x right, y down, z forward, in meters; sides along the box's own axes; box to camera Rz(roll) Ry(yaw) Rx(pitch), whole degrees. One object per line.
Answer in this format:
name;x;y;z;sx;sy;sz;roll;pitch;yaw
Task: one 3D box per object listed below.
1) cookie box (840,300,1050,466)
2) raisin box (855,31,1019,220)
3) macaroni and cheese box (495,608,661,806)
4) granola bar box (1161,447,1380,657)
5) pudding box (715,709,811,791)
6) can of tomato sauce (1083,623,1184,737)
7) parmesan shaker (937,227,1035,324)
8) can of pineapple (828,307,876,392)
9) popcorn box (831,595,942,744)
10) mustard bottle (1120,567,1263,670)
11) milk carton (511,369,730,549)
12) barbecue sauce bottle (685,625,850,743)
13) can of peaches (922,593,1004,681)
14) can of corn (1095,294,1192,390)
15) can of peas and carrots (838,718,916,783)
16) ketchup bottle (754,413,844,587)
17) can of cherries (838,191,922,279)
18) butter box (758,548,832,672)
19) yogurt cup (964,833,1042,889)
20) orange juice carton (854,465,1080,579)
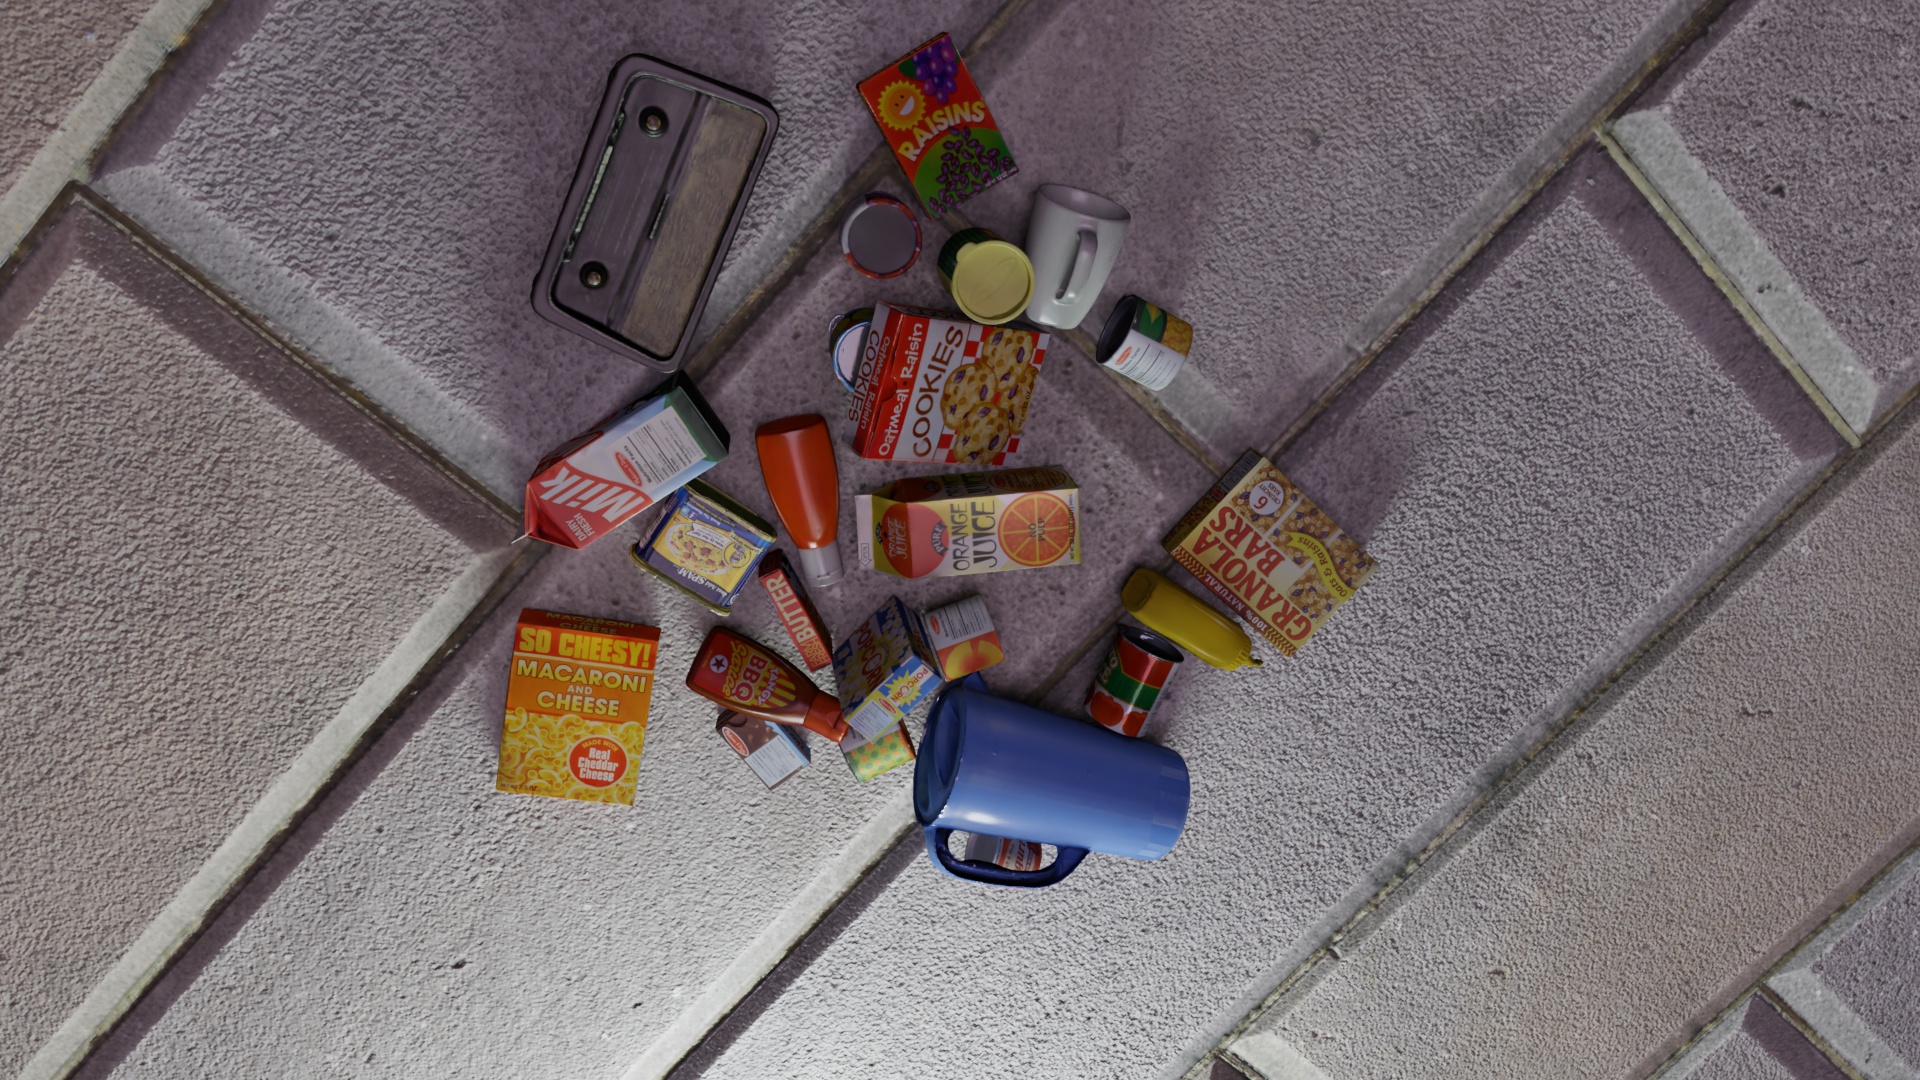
cookie box;-0.010;-0.127;1.159;0.168;0.040;0.122;0;112;-43
raisin box;-0.018;-0.337;1.132;0.086;0.040;0.123;-30;111;3
macaroni and cheese box;-0.343;0.150;1.246;0.124;0.040;0.165;9;107;-11
granola bar box;0.288;0.012;1.293;0.165;0.039;0.124;40;98;-18
pudding box;-0.182;0.185;1.286;0.049;0.030;0.083;-36;109;6
can of tomato sauce;0.160;0.131;1.300;0.071;0.071;0.083;20;105;-14
parmesan shaker;0.018;-0.222;1.141;0.071;0.103;0.071;-3;109;-8
can of pineapple;-0.079;-0.160;1.172;0.071;0.058;0.070;-2;109;-7
popcorn box;-0.068;0.112;1.227;0.085;0.127;0.038;-43;113;7
mustard bottle;0.224;0.083;1.295;0.160;0.065;0.048;32;97;-21
milk carton;-0.293;-0.058;1.167;0.190;0.072;0.073;-32;110;2
barbecue sauce bottle;-0.166;0.134;1.240;0.148;0.043;0.065;25;79;2
can of peaches;0.003;0.089;1.264;0.058;0.071;0.071;-20;110;-1
can of corn;0.159;-0.172;1.200;0.058;0.071;0.071;24;104;-16
can of peas and carrots;-0.079;0.184;1.283;0.059;0.071;0.070;-24;110;0
ketchup bottle;-0.134;-0.033;1.213;0.065;0.044;0.148;-12;110;-3
can of cherries;-0.064;-0.251;1.143;0.071;0.058;0.071;-2;109;-7
butter box;-0.146;0.062;1.238;0.024;0.053;0.103;-25;110;3
yogurt cup;0.042;0.304;1.342;0.054;0.072;0.072;21;104;-23
orange juice carton;0.004;-0.015;1.224;0.193;0.073;0.071;-5;109;-6
